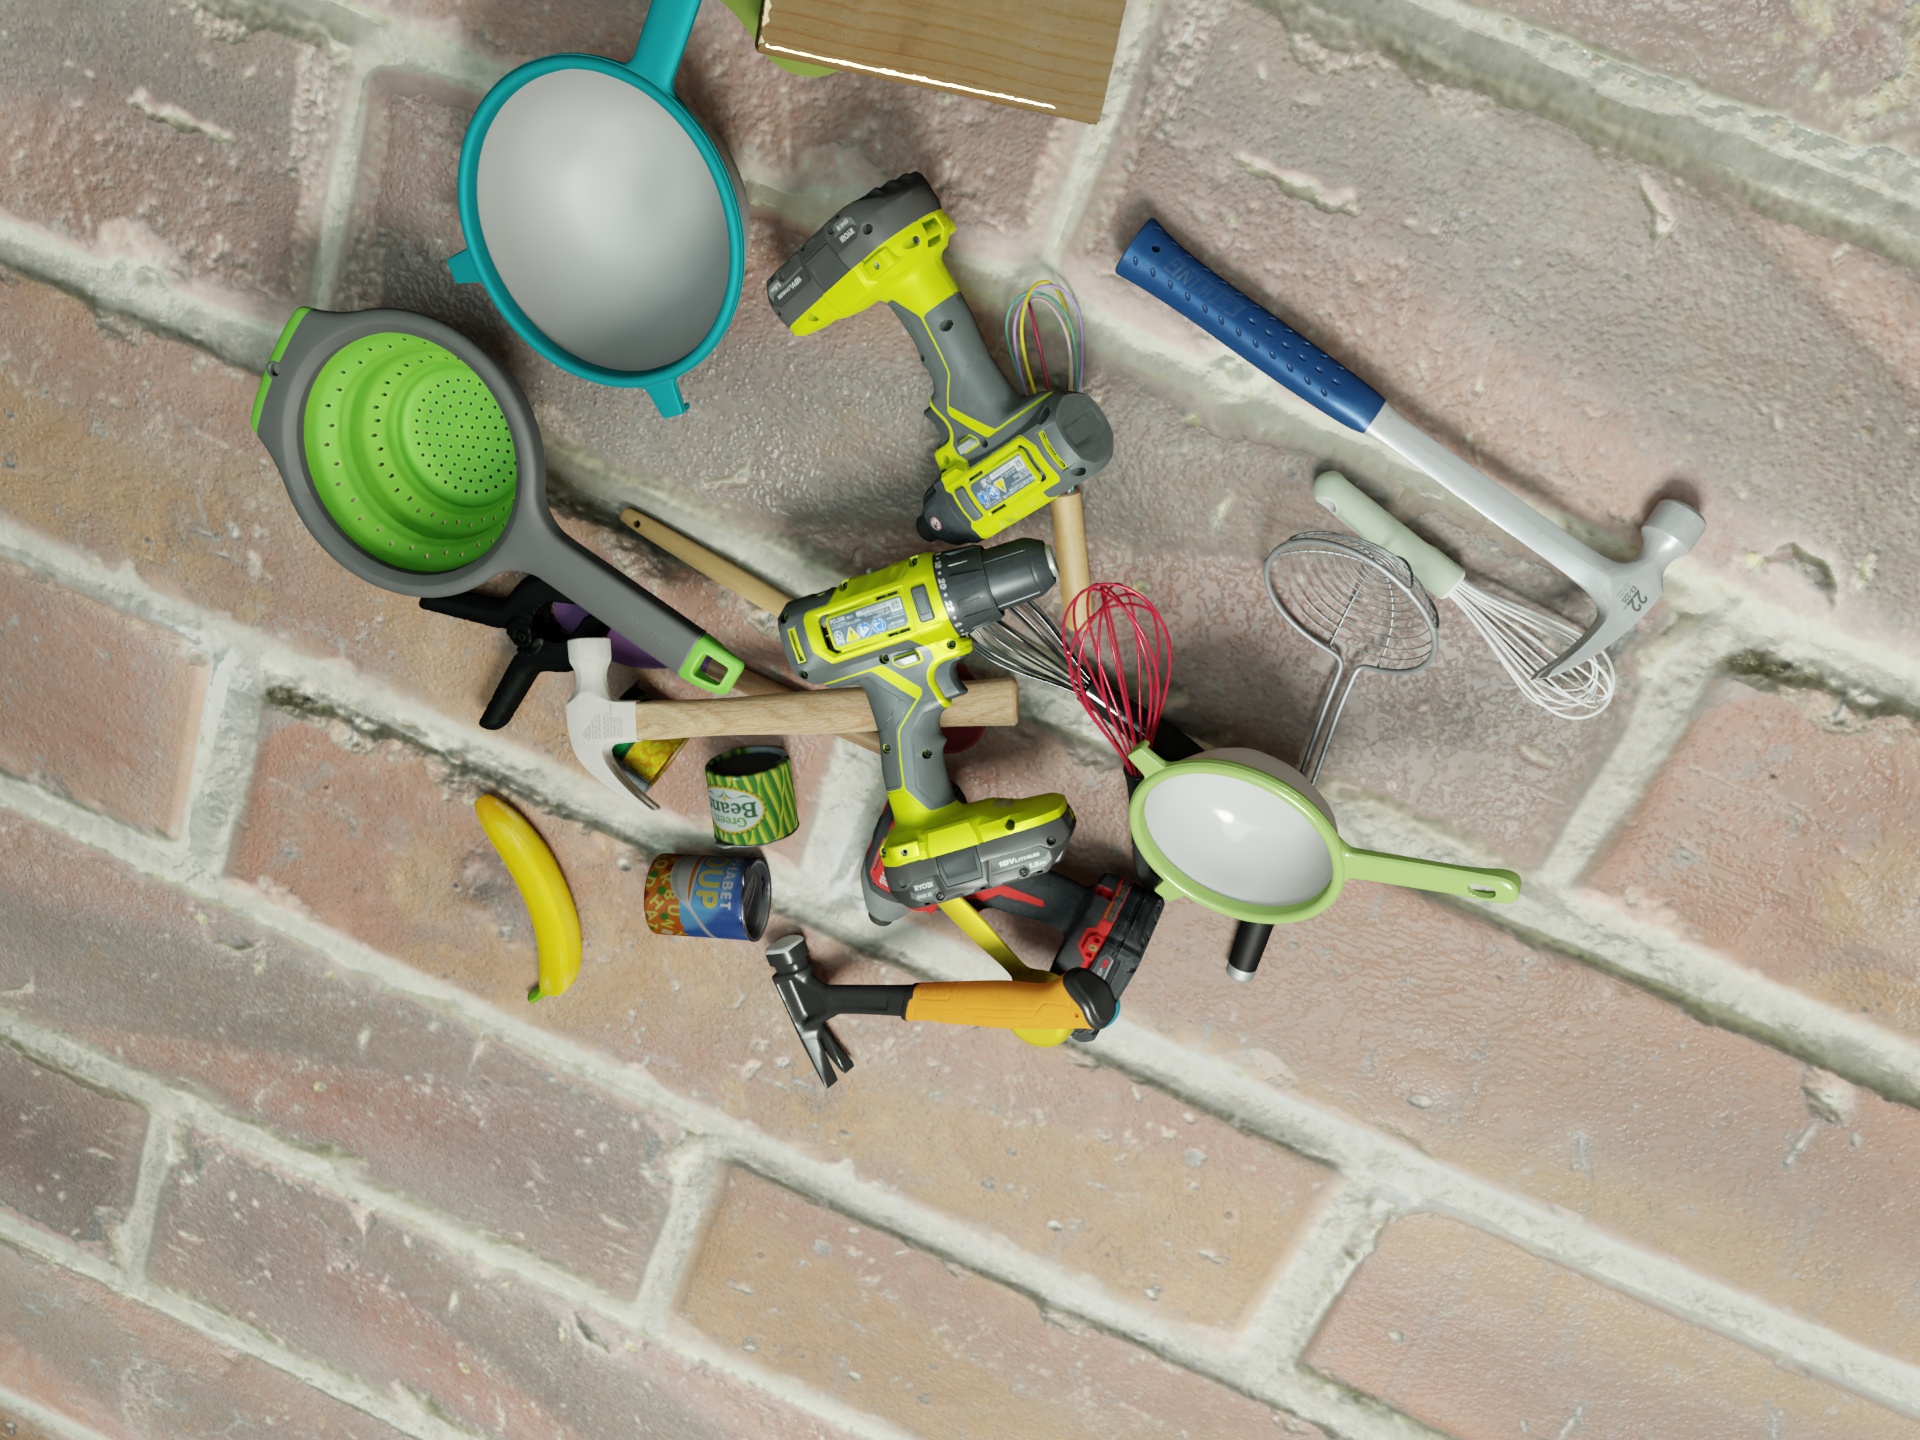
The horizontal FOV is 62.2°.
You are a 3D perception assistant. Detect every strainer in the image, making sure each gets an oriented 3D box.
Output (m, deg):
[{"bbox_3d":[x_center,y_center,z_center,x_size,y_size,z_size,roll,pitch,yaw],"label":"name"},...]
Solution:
[{"bbox_3d":[-0.193,-0.381,1.022,0.211,0.095,0.340,33,125,3],"label":"strainer"},{"bbox_3d":[0.241,0.071,1.051,0.256,0.069,0.151,8,136,27],"label":"strainer"}]

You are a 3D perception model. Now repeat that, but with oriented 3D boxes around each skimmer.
[{"bbox_3d":[0.231,0.040,1.107,0.127,0.090,0.363,27,118,27],"label":"skimmer"}]

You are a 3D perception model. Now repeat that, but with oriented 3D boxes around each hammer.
[{"bbox_3d":[-0.016,0.217,1.181,0.337,0.034,0.127,-10,106,46],"label":"hammer"},{"bbox_3d":[-0.123,-0.003,1.156,0.331,0.031,0.130,-3,90,7],"label":"hammer"},{"bbox_3d":[0.272,-0.184,1.023,0.405,0.035,0.144,36,88,2],"label":"hammer"}]

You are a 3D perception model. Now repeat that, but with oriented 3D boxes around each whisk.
[{"bbox_3d":[0.121,0.019,1.106,0.073,0.073,0.295,-3,132,14],"label":"whisk"},{"bbox_3d":[0.336,-0.087,1.063,0.246,0.058,0.059,38,80,0],"label":"whisk"},{"bbox_3d":[0.066,-0.176,1.089,0.051,0.047,0.244,-3,113,13],"label":"whisk"},{"bbox_3d":[0.093,-0.025,1.140,0.239,0.055,0.055,35,114,-7],"label":"whisk"}]

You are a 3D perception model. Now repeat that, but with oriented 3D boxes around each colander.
[{"bbox_3d":[-0.314,-0.152,1.154,0.397,0.094,0.204,35,114,0],"label":"colander"}]

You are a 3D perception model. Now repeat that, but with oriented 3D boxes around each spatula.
[{"bbox_3d":[-0.168,-0.030,1.211,0.316,0.018,0.059,24,116,6],"label":"spatula"}]

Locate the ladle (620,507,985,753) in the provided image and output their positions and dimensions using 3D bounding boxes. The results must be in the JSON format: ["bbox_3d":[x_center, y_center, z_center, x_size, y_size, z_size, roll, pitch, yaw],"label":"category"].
[{"bbox_3d":[-0.117,-0.074,1.180,0.315,0.031,0.069,31,105,2],"label":"ladle"}]

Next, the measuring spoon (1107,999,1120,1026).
[{"bbox_3d":[0.061,0.228,1.256,0.128,0.021,0.042,-2,110,12],"label":"measuring spoon"}]

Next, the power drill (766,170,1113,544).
[{"bbox_3d":[-0.021,-0.226,1.049,0.171,0.080,0.223,-26,102,48],"label":"power drill"}]

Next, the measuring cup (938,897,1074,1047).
[{"bbox_3d":[0.025,0.177,1.157,0.156,0.029,0.062,47,129,-7],"label":"measuring cup"}]

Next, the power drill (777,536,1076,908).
[{"bbox_3d":[-0.002,-0.003,1.085,0.190,0.080,0.228,-17,95,11],"label":"power drill"}]

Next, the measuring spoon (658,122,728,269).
[{"bbox_3d":[-0.177,-0.354,1.096,0.021,0.011,0.116,-11,112,31],"label":"measuring spoon"}]

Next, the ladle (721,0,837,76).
[{"bbox_3d":[-0.205,-0.501,1.033,0.320,0.062,0.078,25,116,10],"label":"ladle"}]

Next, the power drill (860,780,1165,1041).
[{"bbox_3d":[0.028,0.141,1.198,0.220,0.079,0.143,28,128,6],"label":"power drill"}]
